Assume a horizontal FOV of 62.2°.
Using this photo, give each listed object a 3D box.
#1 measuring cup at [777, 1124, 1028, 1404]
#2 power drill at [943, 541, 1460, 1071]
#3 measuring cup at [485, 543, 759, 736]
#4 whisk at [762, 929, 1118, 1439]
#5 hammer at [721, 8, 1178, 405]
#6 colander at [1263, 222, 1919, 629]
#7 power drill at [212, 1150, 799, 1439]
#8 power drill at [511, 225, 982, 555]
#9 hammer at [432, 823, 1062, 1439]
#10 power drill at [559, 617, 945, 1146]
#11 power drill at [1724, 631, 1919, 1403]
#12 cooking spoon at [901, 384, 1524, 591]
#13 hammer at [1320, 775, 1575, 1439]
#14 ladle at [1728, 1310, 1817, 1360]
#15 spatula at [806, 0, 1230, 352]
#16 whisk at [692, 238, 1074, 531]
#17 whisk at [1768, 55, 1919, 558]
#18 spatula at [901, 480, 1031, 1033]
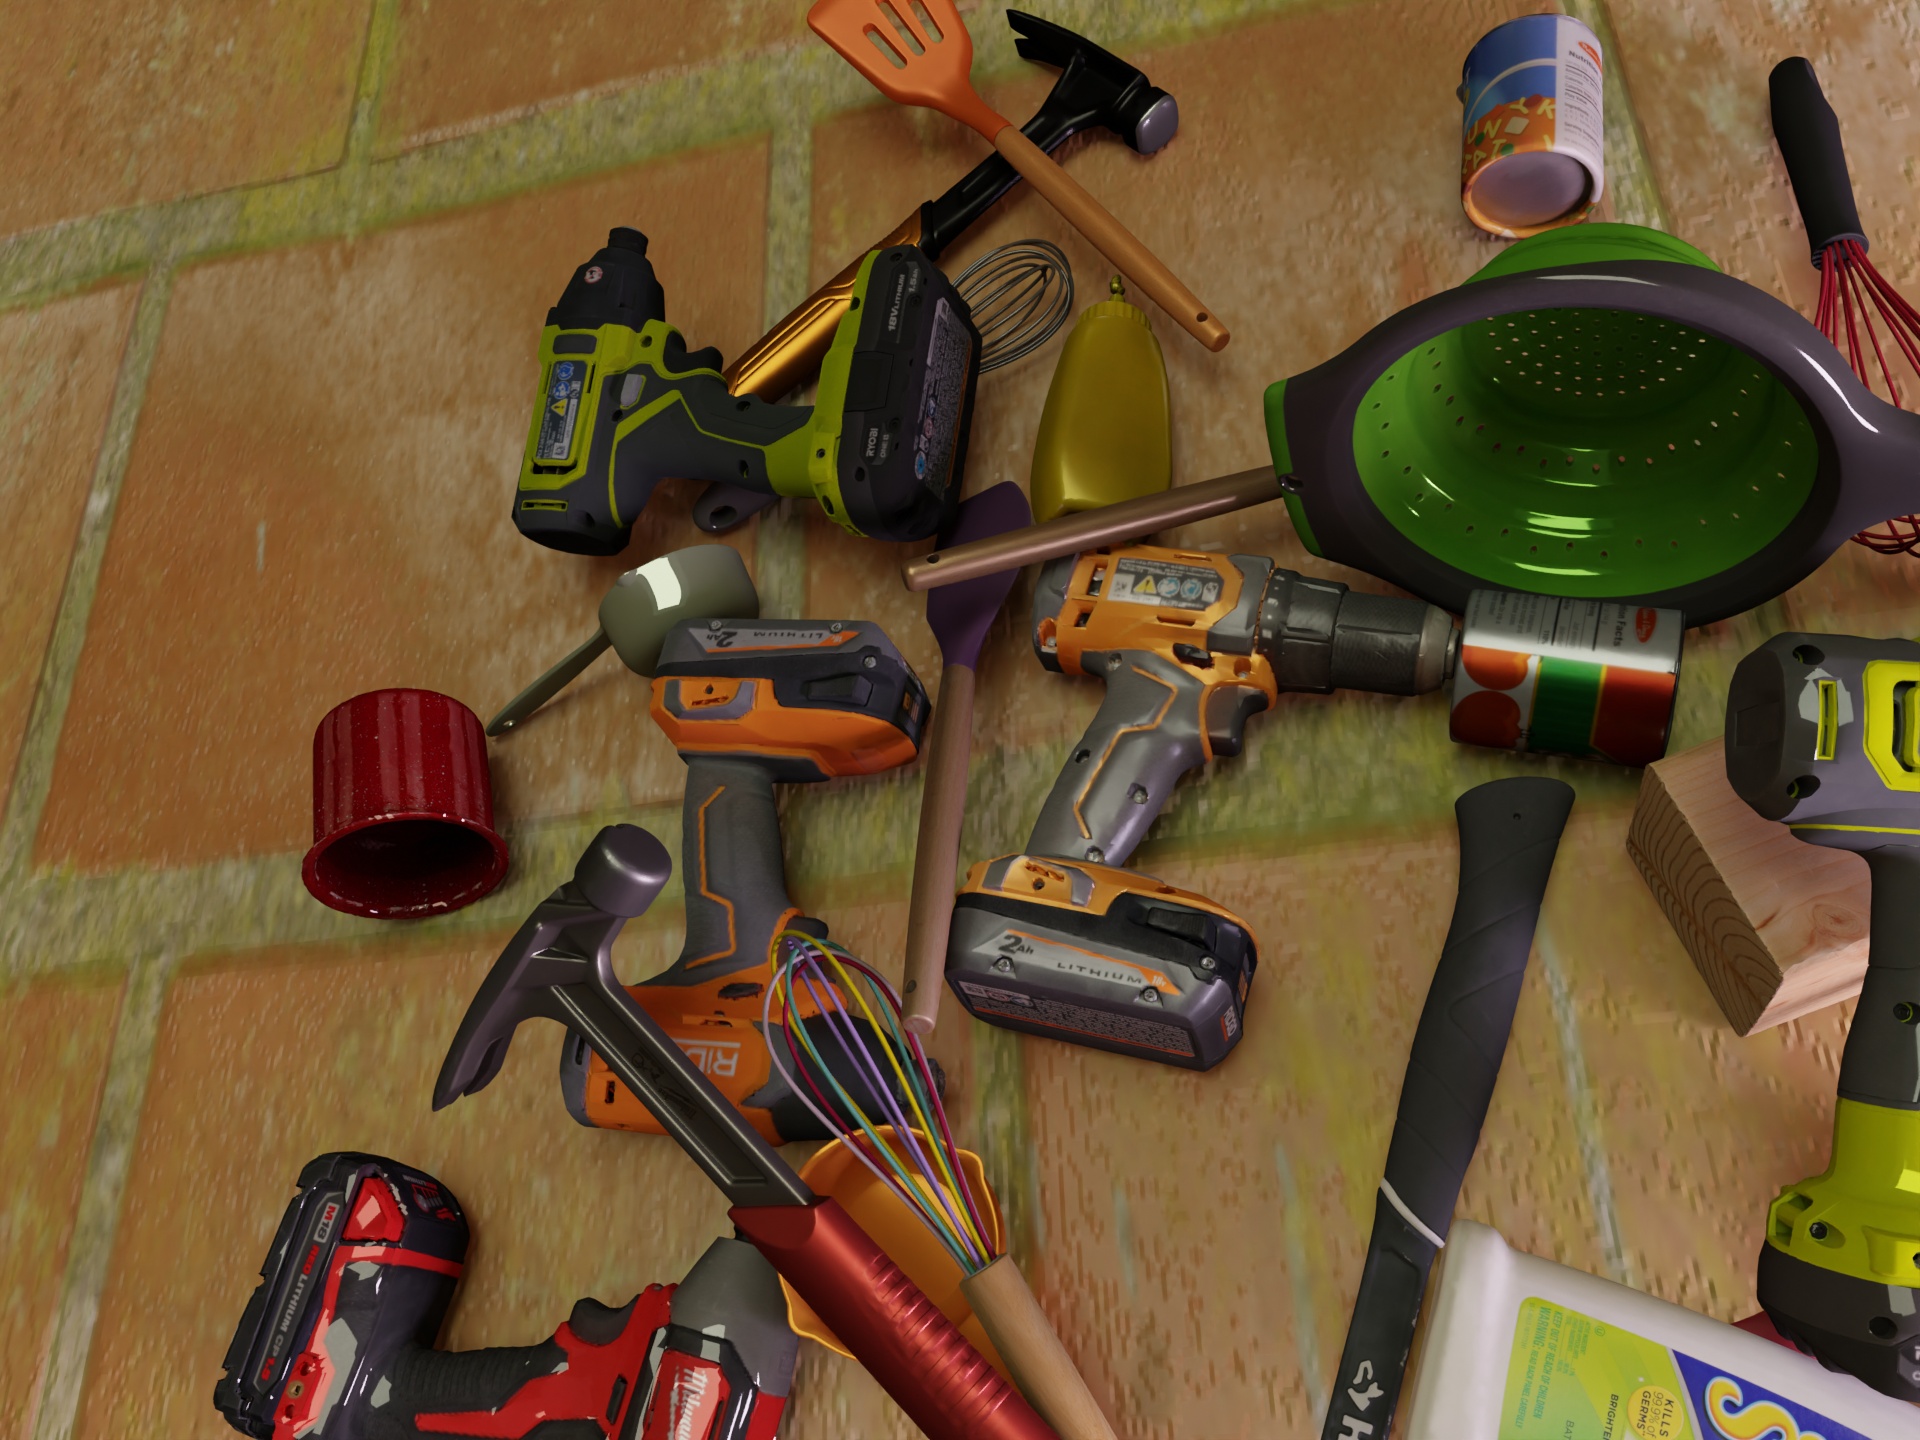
[{"bbox_3d":[0.003,0.236,0.618,0.095,0.052,0.174,-42,74,-7],"label":"measuring cup"},{"bbox_3d":[0.103,0.027,0.673,0.185,0.084,0.226,9,63,20],"label":"power drill"},{"bbox_3d":[-0.171,-0.026,0.794,0.167,0.083,0.038,-35,74,16],"label":"measuring cup"},{"bbox_3d":[-0.004,0.183,0.589,0.047,0.051,0.245,-37,77,20],"label":"whisk"},{"bbox_3d":[-0.040,-0.258,0.878,0.337,0.034,0.127,-43,62,-7],"label":"hammer"},{"bbox_3d":[0.322,-0.123,0.601,0.397,0.204,0.095,5,57,27],"label":"colander"},{"bbox_3d":[-0.173,0.252,0.646,0.220,0.078,0.143,9,68,17],"label":"power drill"},{"bbox_3d":[-0.110,-0.168,0.791,0.223,0.080,0.171,5,80,21],"label":"power drill"},{"bbox_3d":[-0.045,0.207,0.570,0.359,0.036,0.149,43,113,16],"label":"hammer"},{"bbox_3d":[-0.075,0.072,0.703,0.164,0.084,0.227,2,70,17],"label":"power drill"},{"bbox_3d":[0.340,0.087,0.489,0.190,0.080,0.228,4,86,6],"label":"power drill"},{"bbox_3d":[0.126,-0.104,0.720,0.319,0.017,0.069,-15,55,-10],"label":"cooking spoon"},{"bbox_3d":[0.168,0.204,0.590,0.149,0.036,0.409,14,69,21],"label":"hammer"},{"bbox_3d":[0.325,0.161,0.540,0.069,0.031,0.315,41,92,24],"label":"ladle"},{"bbox_3d":[0.035,-0.299,0.835,0.081,0.041,0.323,-36,63,-4],"label":"spatula"},{"bbox_3d":[-0.041,-0.170,0.833,0.239,0.055,0.055,-35,60,4],"label":"whisk"},{"bbox_3d":[0.395,-0.193,0.707,0.073,0.073,0.296,-4,59,15],"label":"whisk"},{"bbox_3d":[-0.001,-0.002,0.695,0.060,0.018,0.316,-22,40,28],"label":"spatula"}]
